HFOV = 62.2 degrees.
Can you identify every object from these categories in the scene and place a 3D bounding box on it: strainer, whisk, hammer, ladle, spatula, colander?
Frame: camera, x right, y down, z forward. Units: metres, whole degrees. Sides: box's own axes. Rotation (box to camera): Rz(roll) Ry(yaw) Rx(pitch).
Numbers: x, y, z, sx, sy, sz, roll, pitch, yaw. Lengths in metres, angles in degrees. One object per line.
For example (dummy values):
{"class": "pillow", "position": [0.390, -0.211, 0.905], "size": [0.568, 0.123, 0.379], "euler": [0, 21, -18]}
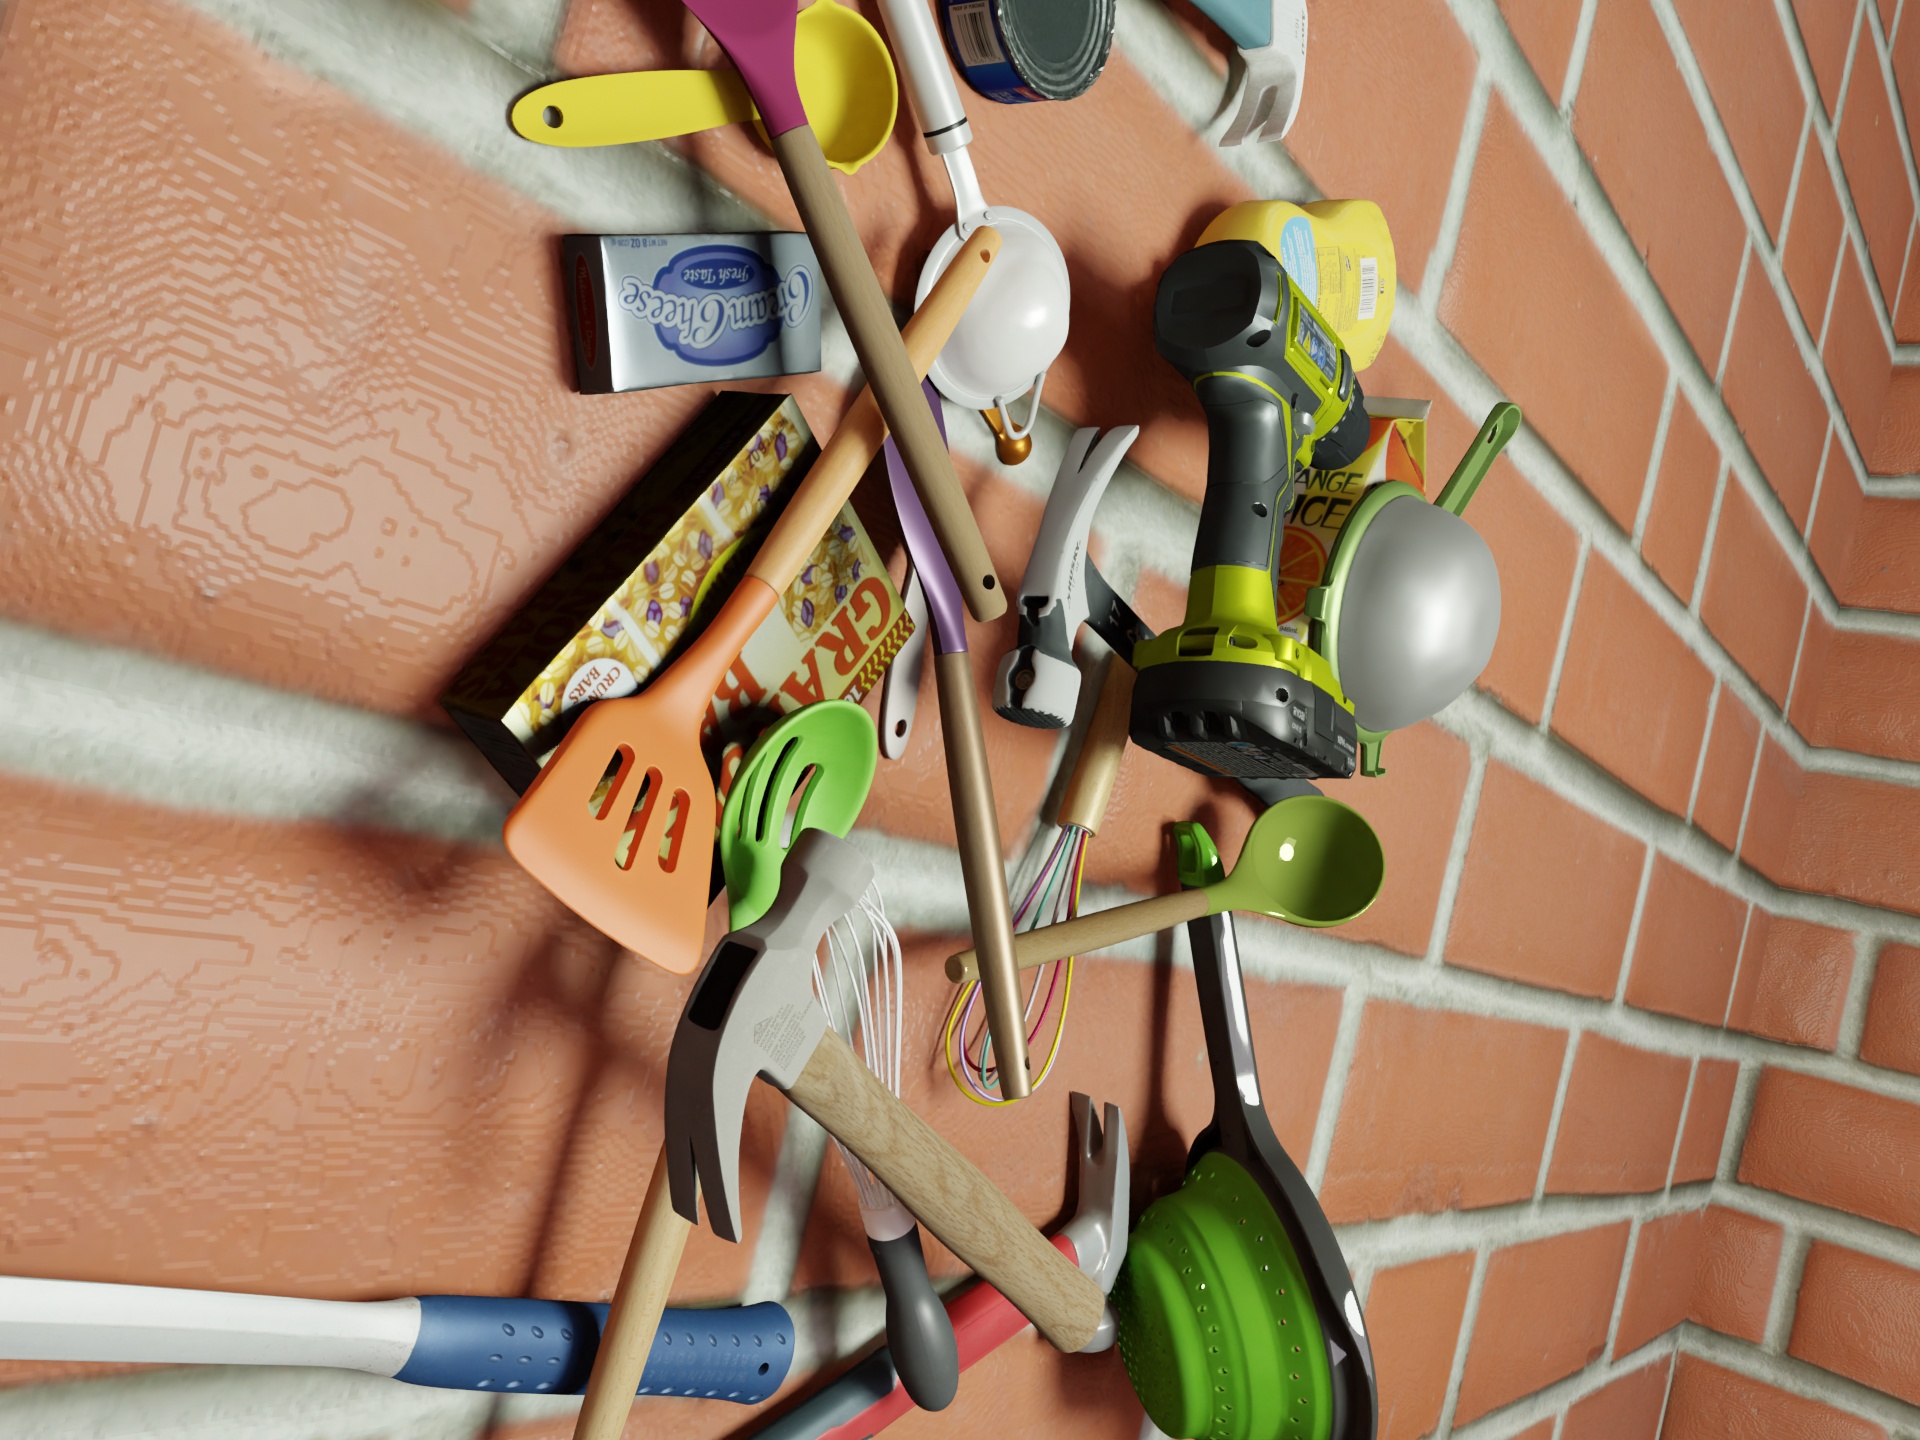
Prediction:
{"class": "strainer", "position": [-0.002, -0.230, 0.649], "size": [0.087, 0.050, 0.258], "euler": [-36, 120, -24]}
{"class": "whisk", "position": [0.048, 0.073, 0.798], "size": [0.051, 0.047, 0.245], "euler": [45, 60, -52]}
{"class": "hammer", "position": [-0.039, 0.300, 0.744], "size": [0.386, 0.038, 0.143], "euler": [-13, 107, -50]}
{"class": "strainer", "position": [0.290, -0.095, 0.913], "size": [0.256, 0.069, 0.151], "euler": [-54, 135, -26]}
{"class": "ladle", "position": [0.112, 0.090, 0.801], "size": [0.320, 0.078, 0.062], "euler": [-6, 148, -47]}
{"class": "hammer", "position": [-0.013, 0.186, 0.639], "size": [0.130, 0.031, 0.331], "euler": [-58, 138, -24]}
{"class": "hammer", "position": [-0.196, 0.208, 0.524], "size": [0.405, 0.035, 0.144], "euler": [32, 73, -50]}
{"class": "spatula", "position": [-0.001, -0.002, 0.658], "size": [0.059, 0.018, 0.316], "euler": [-1, 81, -63]}
{"class": "hammer", "position": [0.092, -0.343, 0.702], "size": [0.331, 0.033, 0.128], "euler": [-12, 103, -60]}
{"class": "colander", "position": [0.130, 0.259, 0.901], "size": [0.094, 0.204, 0.397], "euler": [-10, 92, -15]}
{"class": "hammer", "position": [0.129, -0.010, 0.851], "size": [0.408, 0.036, 0.149], "euler": [36, 63, -56]}
{"class": "whisk", "position": [-0.039, 0.181, 0.677], "size": [0.070, 0.070, 0.284], "euler": [-32, 119, -43]}
{"class": "spatula", "position": [-0.053, -0.066, 0.564], "size": [0.081, 0.041, 0.323], "euler": [44, 62, -30]}

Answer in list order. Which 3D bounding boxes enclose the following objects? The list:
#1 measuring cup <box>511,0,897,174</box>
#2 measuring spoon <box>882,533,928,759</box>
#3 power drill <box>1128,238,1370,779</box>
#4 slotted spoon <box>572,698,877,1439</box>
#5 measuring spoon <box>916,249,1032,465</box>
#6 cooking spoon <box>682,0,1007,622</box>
{"class": "measuring cup", "position": [-0.091, -0.219, 0.565], "size": [0.156, 0.029, 0.062], "euler": [-22, 112, -34]}
{"class": "measuring spoon", "position": [-0.016, -0.042, 0.702], "size": [0.034, 0.018, 0.124], "euler": [5, 96, -52]}
{"class": "power drill", "position": [0.149, -0.090, 0.765], "size": [0.190, 0.080, 0.228], "euler": [22, 71, -57]}
{"class": "slotted spoon", "position": [-0.096, 0.140, 0.579], "size": [0.070, 0.031, 0.314], "euler": [21, 85, -54]}
{"class": "measuring spoon", "position": [0.008, -0.160, 0.708], "size": [0.021, 0.011, 0.116], "euler": [-56, 137, -26]}
{"class": "cooking spoon", "position": [-0.050, -0.181, 0.558], "size": [0.069, 0.017, 0.318], "euler": [-32, 105, -35]}
